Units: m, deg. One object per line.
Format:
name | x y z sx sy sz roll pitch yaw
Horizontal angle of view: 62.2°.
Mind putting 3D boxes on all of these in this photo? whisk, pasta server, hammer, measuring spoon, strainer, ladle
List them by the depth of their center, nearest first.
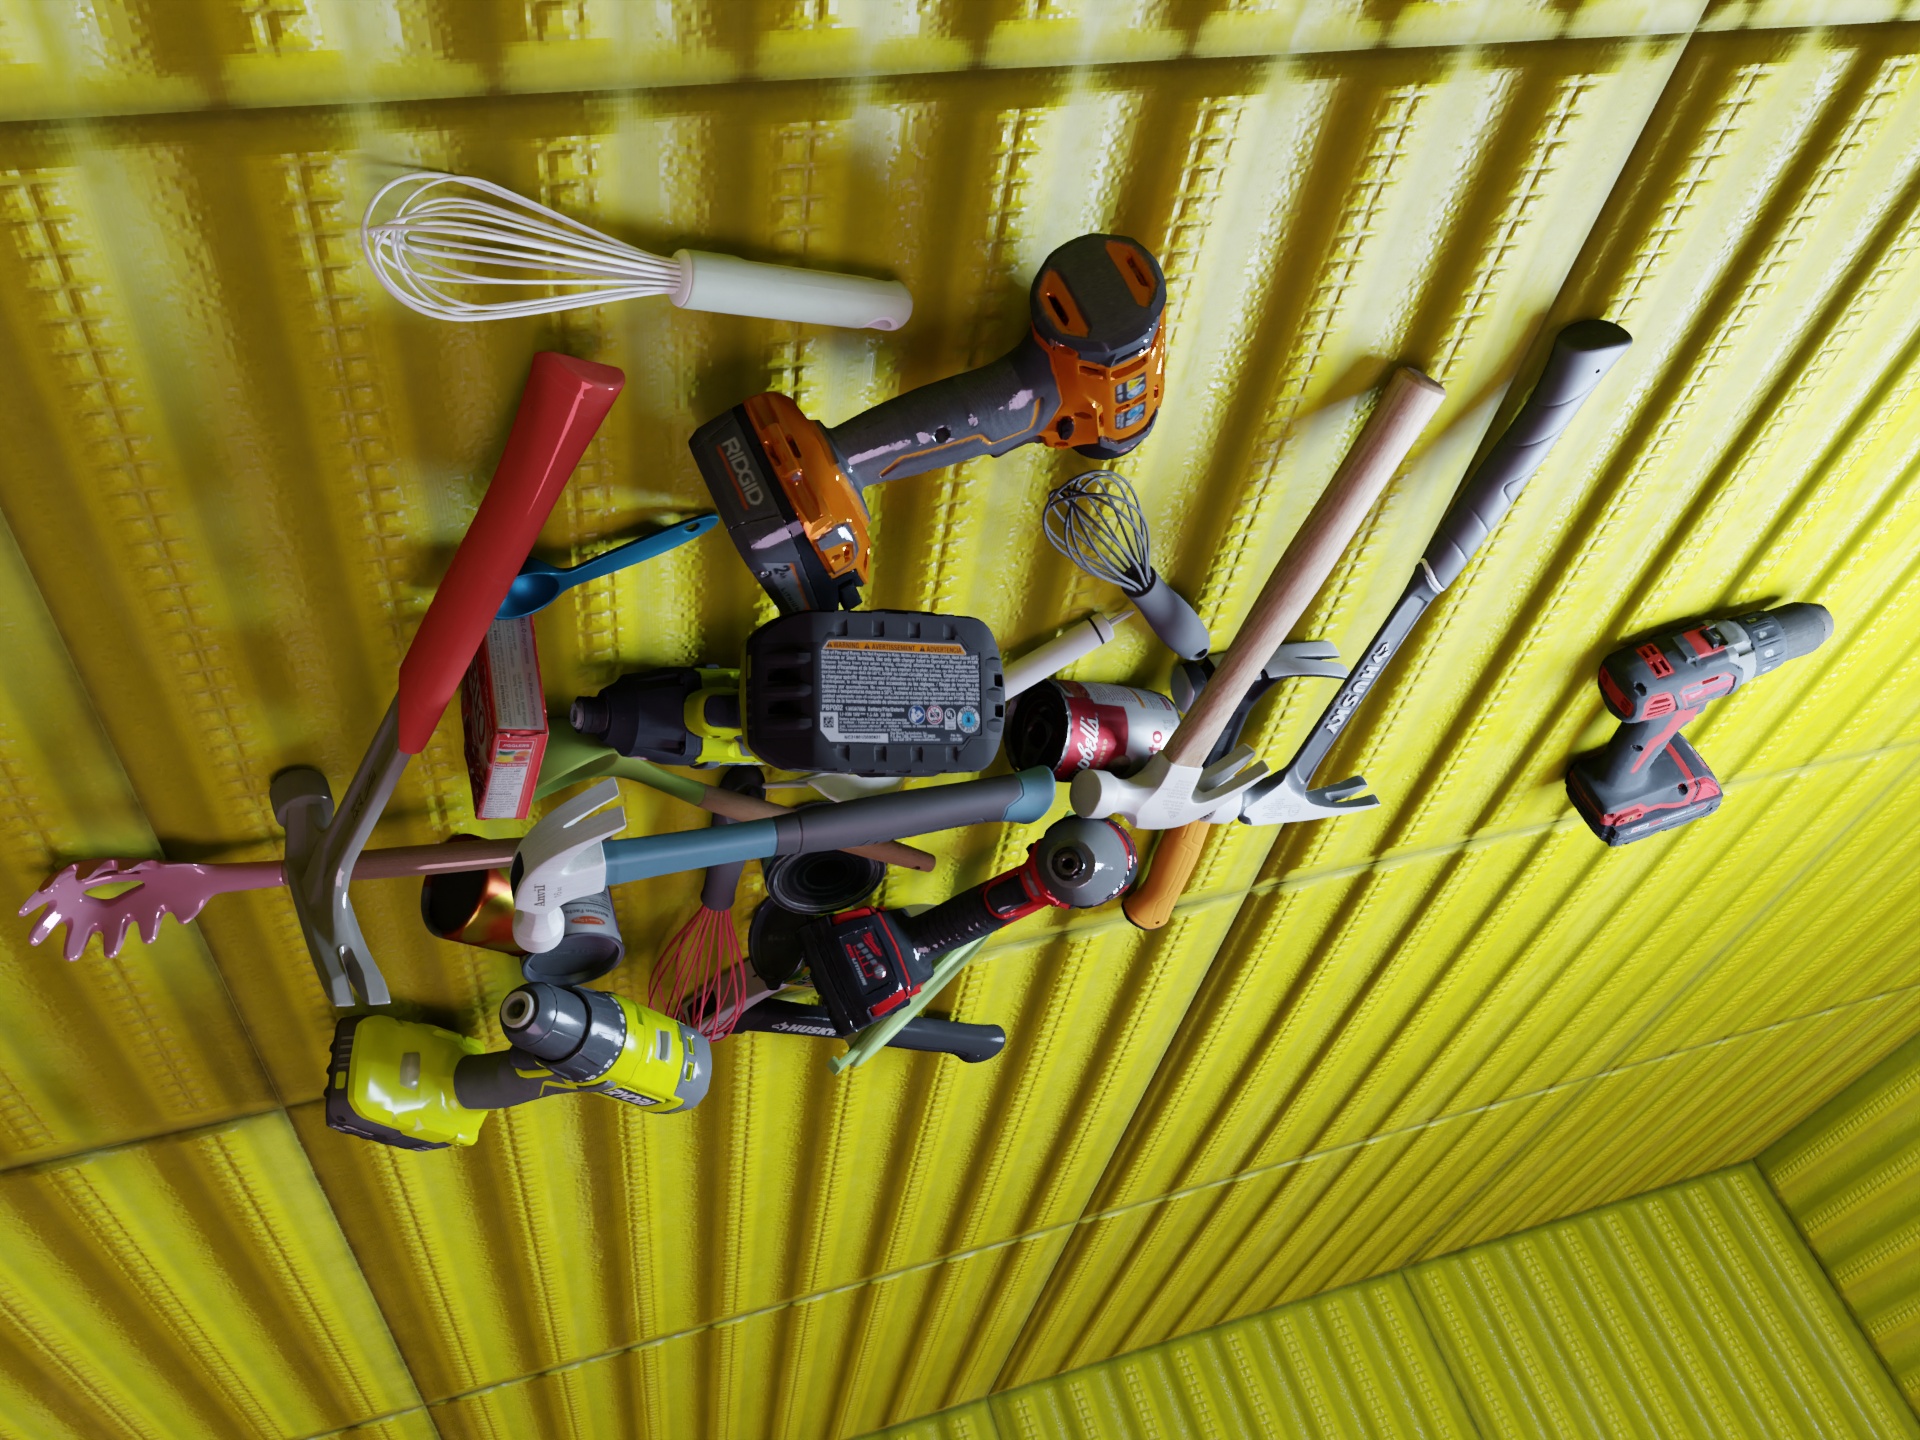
whisk | -0.128 -0.191 0.679 0.246 0.059 0.058 -2 178 -33
hammer | -0.252 -0.023 0.774 0.036 0.149 0.359 4 133 -45
measuring spoon | -0.187 -0.087 0.816 0.128 0.021 0.042 -24 162 -14
pasta server | -0.360 0.090 0.912 0.316 0.040 0.060 -4 128 -12
hammer | -0.099 0.068 0.951 0.331 0.033 0.128 -8 145 -21
whisk | 0.109 -0.086 0.954 0.055 0.055 0.238 -31 151 13
hammer | 0.194 -0.065 0.976 0.130 0.031 0.331 7 123 -37
ladle | -0.139 0.063 0.979 0.320 0.062 0.078 21 145 -37
strainer | -0.002 -0.003 1.000 0.258 0.050 0.087 -30 -178 1
hammer | 0.301 -0.078 1.035 0.149 0.036 0.408 5 131 -29
whisk | -0.170 0.135 1.099 0.073 0.073 0.295 -4 136 -24
strainer | -0.015 0.148 1.192 0.256 0.069 0.151 -49 170 12
hammer | 0.186 0.062 1.212 0.127 0.034 0.336 -9 144 -16
hammer | -0.081 0.253 1.328 0.334 0.035 0.146 18 130 -44

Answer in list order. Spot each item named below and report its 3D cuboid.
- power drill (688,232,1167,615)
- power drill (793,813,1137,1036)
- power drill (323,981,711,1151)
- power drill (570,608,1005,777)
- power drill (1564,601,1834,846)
power drill | -0.003 -0.135 0.782 0.226 0.084 0.164 -26 163 0
power drill | 0.010 0.127 1.054 0.219 0.078 0.143 -26 172 9
power drill | -0.307 0.228 1.066 0.228 0.080 0.190 -13 152 19
power drill | -0.094 -0.007 0.841 0.171 0.080 0.223 1 176 -32
power drill | 0.608 -0.004 1.321 0.188 0.080 0.226 -18 143 -6
